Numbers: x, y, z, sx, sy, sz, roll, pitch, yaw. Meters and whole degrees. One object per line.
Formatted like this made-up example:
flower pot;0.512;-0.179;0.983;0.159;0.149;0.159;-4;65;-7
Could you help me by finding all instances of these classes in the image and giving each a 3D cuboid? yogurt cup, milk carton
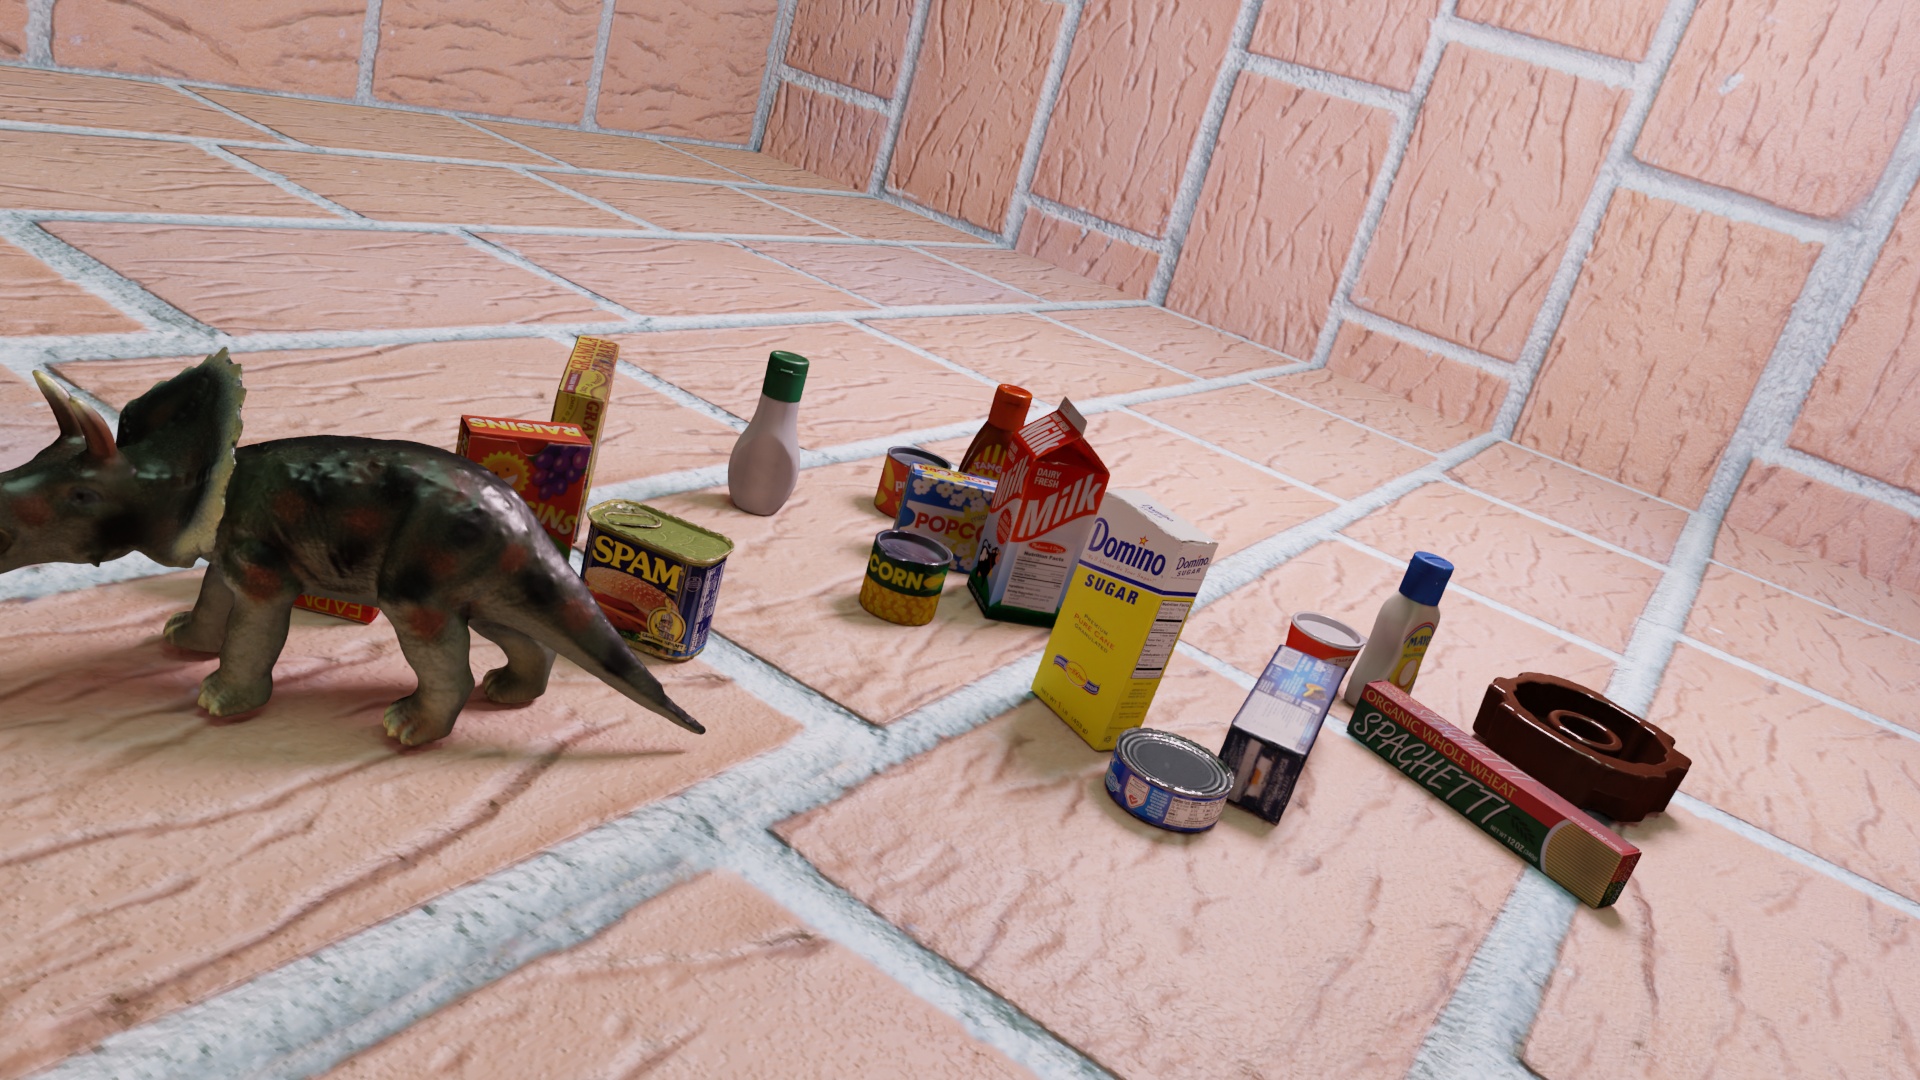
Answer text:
yogurt cup;0.325;0.103;1.262;0.072;0.053;0.072;15;20;-5
milk carton;0.071;-0.026;1.203;0.073;0.189;0.072;10;20;-18

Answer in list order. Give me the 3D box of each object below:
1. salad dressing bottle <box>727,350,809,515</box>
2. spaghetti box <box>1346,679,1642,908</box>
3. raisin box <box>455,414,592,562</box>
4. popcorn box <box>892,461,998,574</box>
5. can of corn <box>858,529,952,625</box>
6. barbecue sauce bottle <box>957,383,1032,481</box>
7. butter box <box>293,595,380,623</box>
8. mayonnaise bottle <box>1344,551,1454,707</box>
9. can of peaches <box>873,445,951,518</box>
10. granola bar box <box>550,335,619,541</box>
salad dressing bottle;-0.171;-0.098;1.262;0.064;0.147;0.044;15;20;-6
spaghetti box;0.411;0.193;1.096;0.029;0.050;0.251;1;25;-37
raisin box;-0.317;-0.023;0.984;0.086;0.123;0.040;4;23;-32
popcorn box;0.005;-0.016;1.276;0.127;0.085;0.038;13;20;-11
can of corn;-0.047;0.031;1.149;0.071;0.058;0.071;15;20;-5
barbecue sauce bottle;0.034;-0.080;1.377;0.065;0.148;0.044;17;19;0
butter box;-0.425;0.016;0.899;0.103;0.053;0.024;14;20;-7
mayonnaise bottle;0.392;0.083;1.230;0.065;0.147;0.041;1;25;-38
can of peaches;-0.047;-0.054;1.376;0.071;0.057;0.071;15;20;-5
granola bar box;-0.319;-0.089;1.154;0.039;0.123;0.166;12;20;-14
